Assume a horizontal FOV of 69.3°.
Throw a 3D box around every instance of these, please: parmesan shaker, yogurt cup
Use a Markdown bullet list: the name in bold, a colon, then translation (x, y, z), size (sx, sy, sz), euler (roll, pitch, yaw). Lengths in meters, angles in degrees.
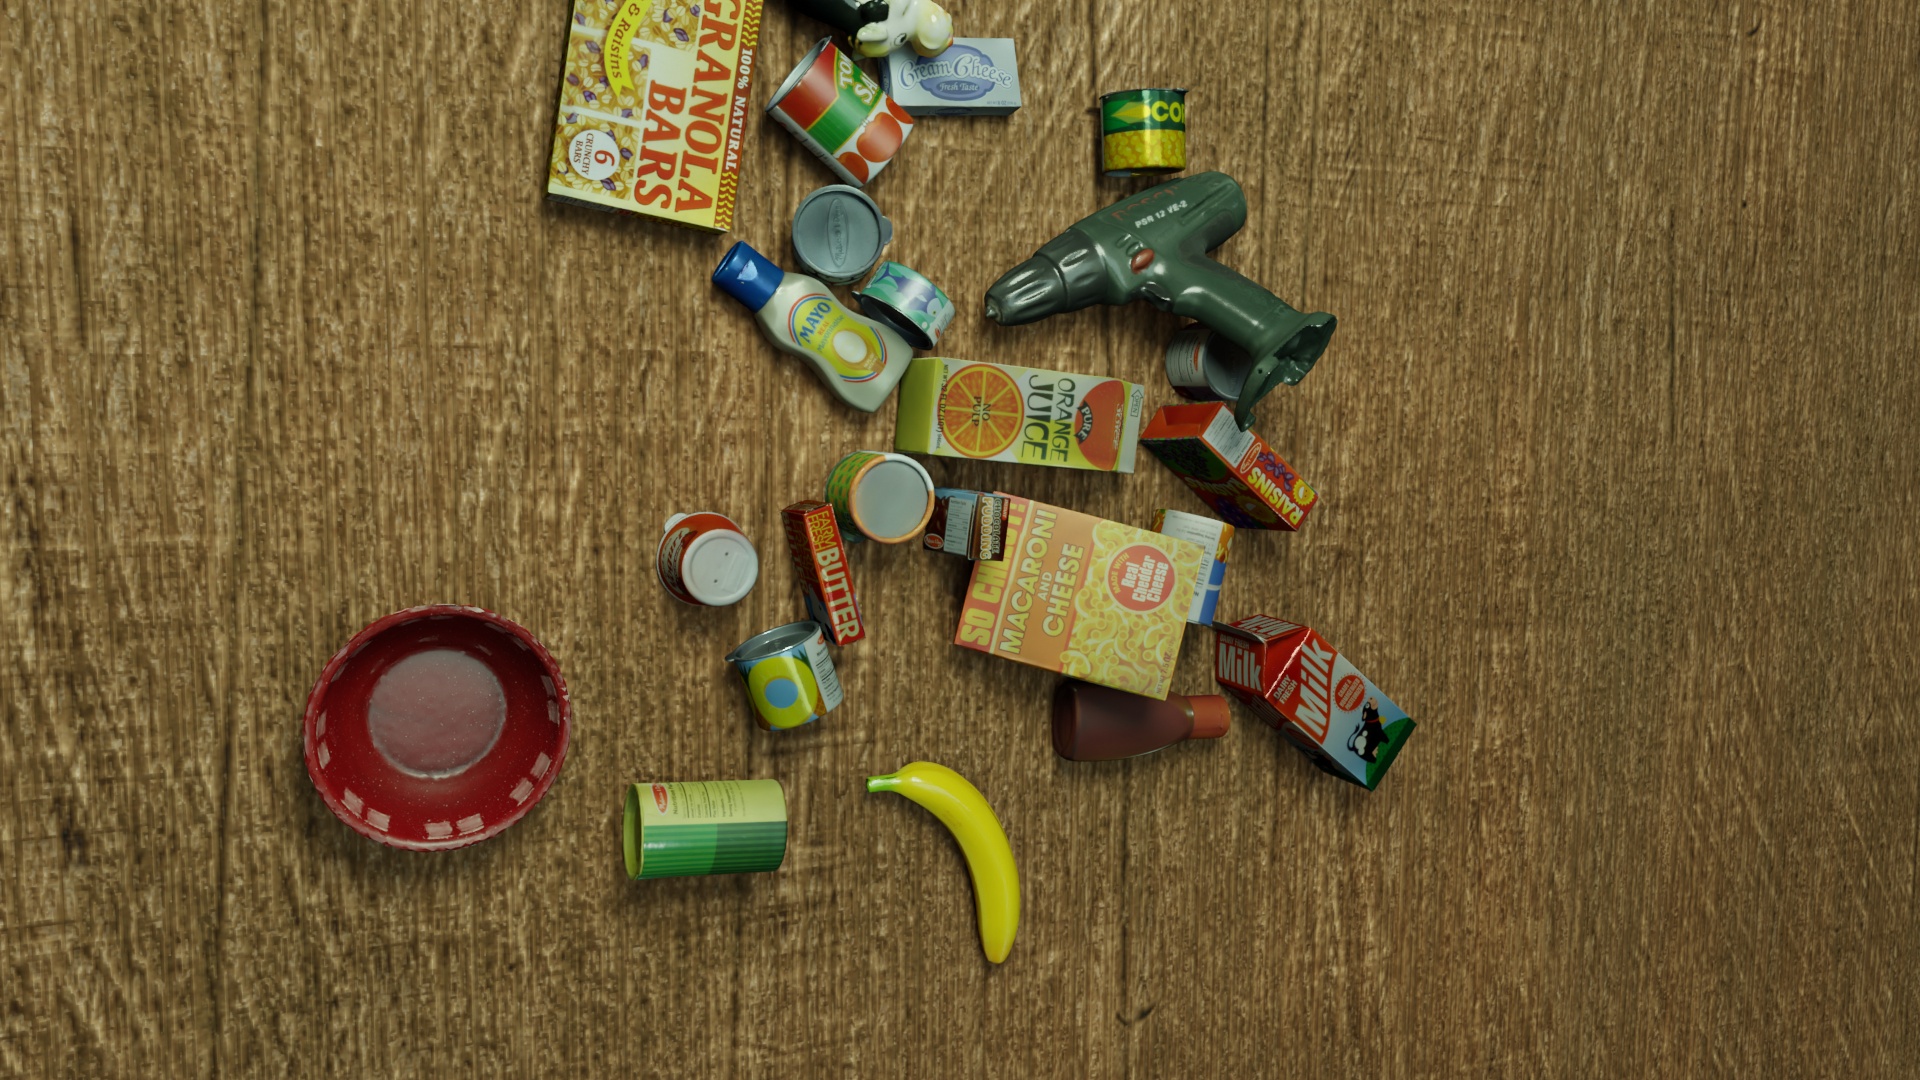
- **parmesan shaker**: translation (-0.180, 0.205, 0.979), size (0.103, 0.071, 0.071), euler (3, 94, -24)
- **yogurt cup**: translation (-0.174, 0.016, 0.973), size (0.072, 0.054, 0.072), euler (-3, 97, -24)

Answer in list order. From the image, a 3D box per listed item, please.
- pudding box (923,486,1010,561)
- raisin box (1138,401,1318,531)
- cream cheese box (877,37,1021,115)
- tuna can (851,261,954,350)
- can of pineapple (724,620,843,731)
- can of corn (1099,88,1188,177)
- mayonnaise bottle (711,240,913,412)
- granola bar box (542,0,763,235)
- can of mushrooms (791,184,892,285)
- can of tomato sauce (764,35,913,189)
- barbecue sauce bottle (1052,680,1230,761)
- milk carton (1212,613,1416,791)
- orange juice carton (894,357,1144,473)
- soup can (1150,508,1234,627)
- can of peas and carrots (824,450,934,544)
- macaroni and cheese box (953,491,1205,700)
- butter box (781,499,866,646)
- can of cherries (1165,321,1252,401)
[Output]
- **pudding box**: translation (0.004, -0.013, 1.032), size (0.030, 0.083, 0.049), euler (5, 93, -26)
- **raisin box**: translation (0.216, -0.059, 1.118), size (0.123, 0.086, 0.040), euler (40, 75, -22)
- **cream cheese box**: translation (-0.008, -0.343, 1.024), size (0.104, 0.024, 0.053), euler (-8, 91, -23)
- **tuna can**: translation (-0.041, -0.172, 1.007), size (0.071, 0.071, 0.033), euler (37, 80, -22)
- **can of pineapple**: translation (-0.125, 0.097, 0.996), size (0.071, 0.071, 0.057), euler (-23, 104, -20)
- **can of corn**: translation (0.143, -0.313, 1.070), size (0.071, 0.071, 0.058), euler (-6, 98, -23)
- **mayonnaise bottle**: translation (-0.107, -0.155, 0.992), size (0.148, 0.041, 0.065), euler (35, 84, -23)
- **granola bar box**: translation (-0.207, -0.300, 0.937), size (0.124, 0.039, 0.165), euler (8, 92, -23)
- **can of mushrooms**: translation (-0.085, -0.217, 0.992), size (0.071, 0.033, 0.071), euler (0, 89, -10)
- **can of tomato sauce**: translation (-0.083, -0.300, 0.974), size (0.083, 0.071, 0.071), euler (39, 80, -23)
- **barbecue sauce bottle**: translation (0.149, 0.146, 1.132), size (0.149, 0.043, 0.064), euler (2, 95, -24)
- **milk carton**: translation (0.289, 0.126, 1.175), size (0.190, 0.072, 0.073), euler (40, 80, -22)
- **orange juice carton**: translation (0.053, -0.093, 1.051), size (0.193, 0.073, 0.071), euler (4, 94, -24)
- **soup can**: translation (0.180, 0.022, 1.124), size (0.071, 0.071, 0.083), euler (15, 88, -24)
- **can of peas and carrots**: translation (-0.060, -0.030, 1.015), size (0.071, 0.059, 0.071), euler (-2, 96, -23)
- **macaroni and cheese box**: translation (0.090, 0.042, 1.066), size (0.166, 0.040, 0.123), euler (15, 88, -1)
- **butter box**: translation (-0.100, 0.023, 1.006), size (0.024, 0.053, 0.103), euler (-18, 102, -23)
- **can of cherries**: translation (0.210, -0.145, 1.123), size (0.071, 0.058, 0.071), euler (-2, 95, -23)
